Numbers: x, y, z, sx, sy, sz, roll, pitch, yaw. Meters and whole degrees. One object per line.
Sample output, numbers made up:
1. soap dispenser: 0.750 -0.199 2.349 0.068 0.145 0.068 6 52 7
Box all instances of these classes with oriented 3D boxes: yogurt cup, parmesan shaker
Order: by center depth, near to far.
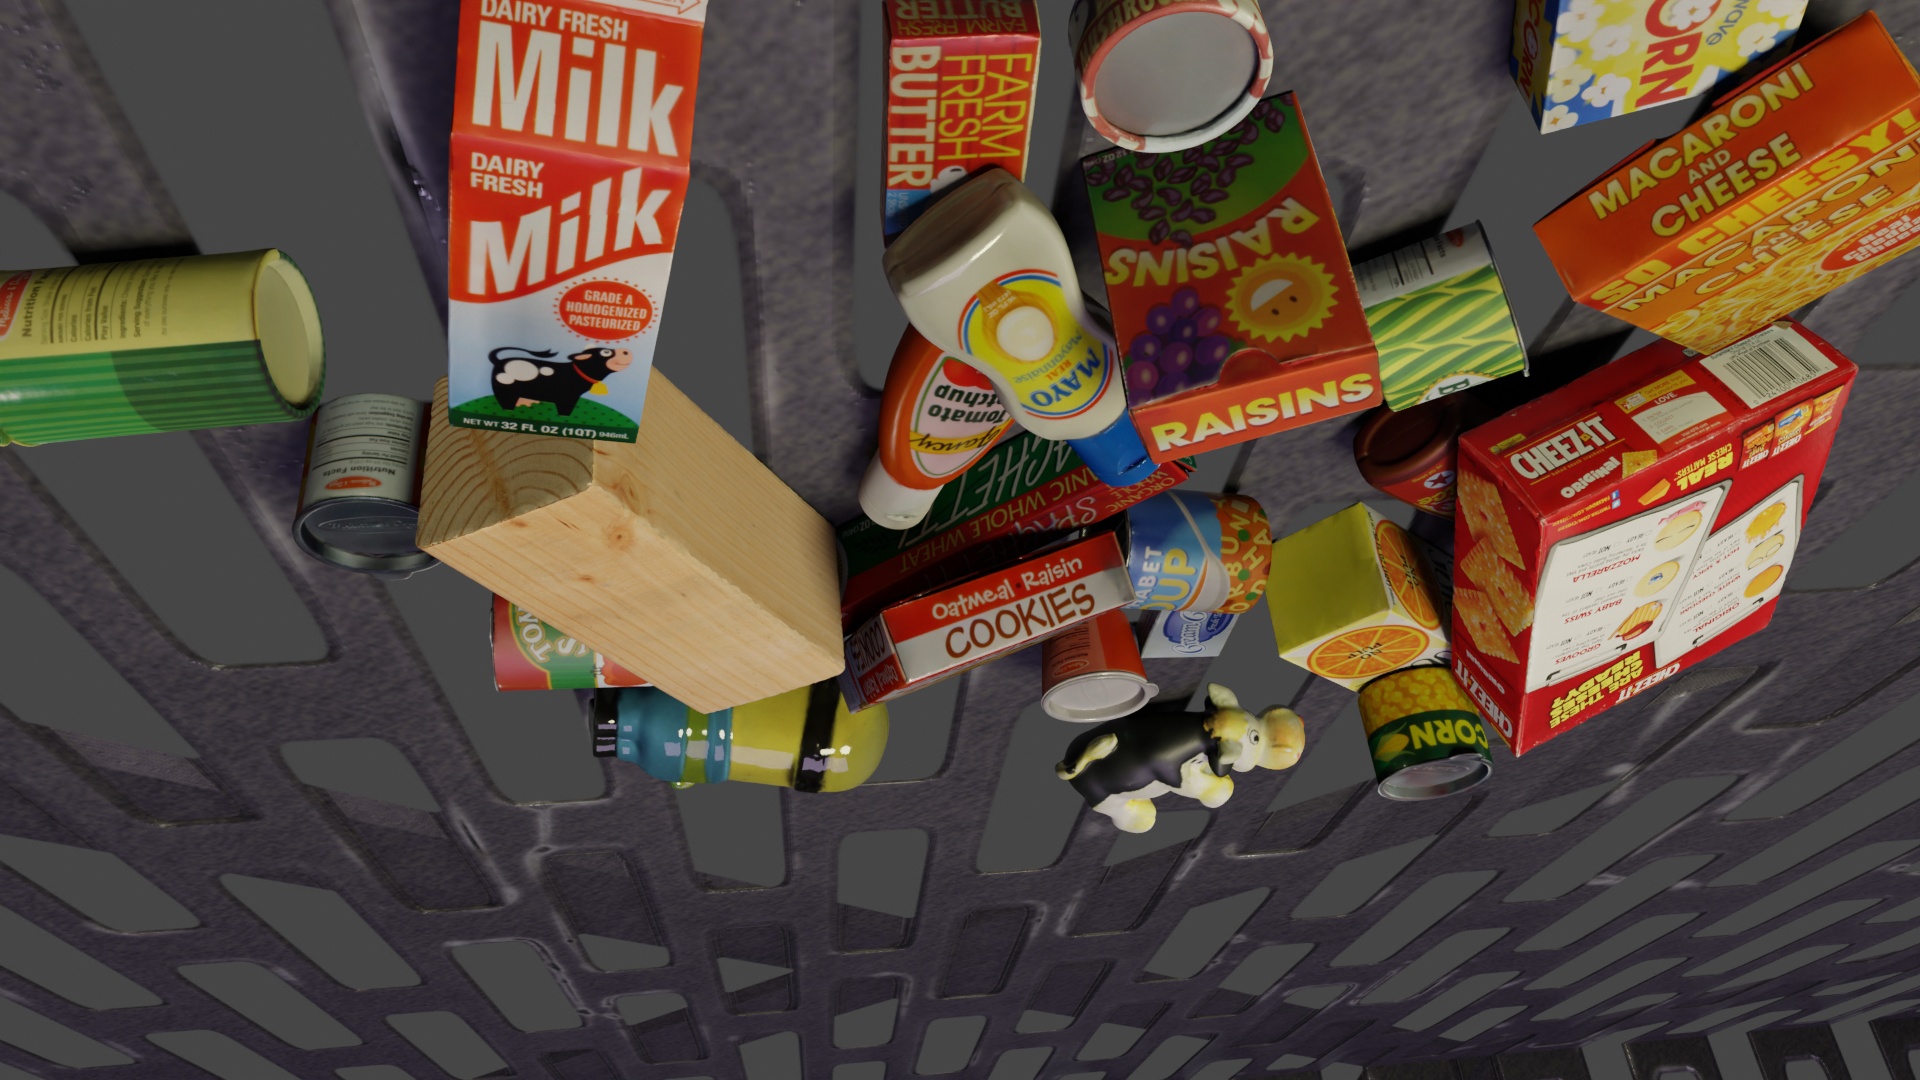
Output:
1. parmesan shaker: -0.305 -0.071 0.526 0.103 0.071 0.071 -5 149 -3
2. yogurt cup: 0.081 0.076 0.862 0.072 0.054 0.072 -5 149 -3

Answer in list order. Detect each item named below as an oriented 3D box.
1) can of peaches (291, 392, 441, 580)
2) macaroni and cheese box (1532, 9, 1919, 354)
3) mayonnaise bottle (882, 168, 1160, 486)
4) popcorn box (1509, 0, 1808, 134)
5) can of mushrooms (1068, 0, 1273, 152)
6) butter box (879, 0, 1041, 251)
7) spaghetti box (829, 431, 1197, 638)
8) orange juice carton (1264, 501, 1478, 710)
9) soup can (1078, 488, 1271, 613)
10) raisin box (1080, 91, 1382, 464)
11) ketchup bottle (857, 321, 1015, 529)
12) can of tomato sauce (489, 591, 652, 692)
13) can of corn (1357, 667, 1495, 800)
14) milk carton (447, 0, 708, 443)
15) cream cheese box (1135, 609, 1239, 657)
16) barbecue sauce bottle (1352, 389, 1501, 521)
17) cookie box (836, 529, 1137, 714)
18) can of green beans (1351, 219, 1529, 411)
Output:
1. can of peaches: -0.261 -0.024 0.627 0.071 0.058 0.071 -5 150 -3
2. macaroni and cheese box: 0.315 -0.128 0.539 0.167 0.040 0.123 2 152 -46
3. mayonnaise bottle: 0.034 -0.074 0.543 0.064 0.041 0.147 -36 134 12
4. popcorn box: 0.230 -0.198 0.447 0.085 0.038 0.126 -13 149 8
5. can of mushrooms: 0.070 -0.168 0.472 0.071 0.033 0.070 -4 150 -3
6. butter box: -0.002 -0.148 0.501 0.053 0.024 0.103 -4 150 -6
7. spaghetti box: 0.003 -0.009 0.710 0.249 0.050 0.028 -26 145 29
8. orange juice carton: 0.268 0.051 0.839 0.072 0.072 0.192 -30 142 35
9. soup can: 0.113 0.007 0.737 0.084 0.071 0.071 4 148 -17
10. raisin box: 0.097 -0.097 0.508 0.086 0.124 0.040 -14 149 13
11. ketchup bottle: -0.009 -0.058 0.632 0.065 0.044 0.148 2 149 -22
12. can of tomato sauce: -0.205 0.046 0.746 0.083 0.071 0.070 0 149 -11
13. can of corn: 0.273 0.112 0.813 0.071 0.058 0.070 -4 149 -2
14. milk carton: -0.135 -0.118 0.477 0.072 0.074 0.189 4 147 -17
15. cream cheese box: 0.141 0.038 0.841 0.053 0.024 0.103 -2 149 -6
16. barbecue sauce bottle: 0.272 -0.034 0.726 0.148 0.044 0.064 20 138 -37
17. cookie box: 0.005 0.045 0.726 0.123 0.040 0.167 -19 173 -17
18. can of green beans: 0.201 -0.094 0.588 0.058 0.071 0.071 -19 147 20
